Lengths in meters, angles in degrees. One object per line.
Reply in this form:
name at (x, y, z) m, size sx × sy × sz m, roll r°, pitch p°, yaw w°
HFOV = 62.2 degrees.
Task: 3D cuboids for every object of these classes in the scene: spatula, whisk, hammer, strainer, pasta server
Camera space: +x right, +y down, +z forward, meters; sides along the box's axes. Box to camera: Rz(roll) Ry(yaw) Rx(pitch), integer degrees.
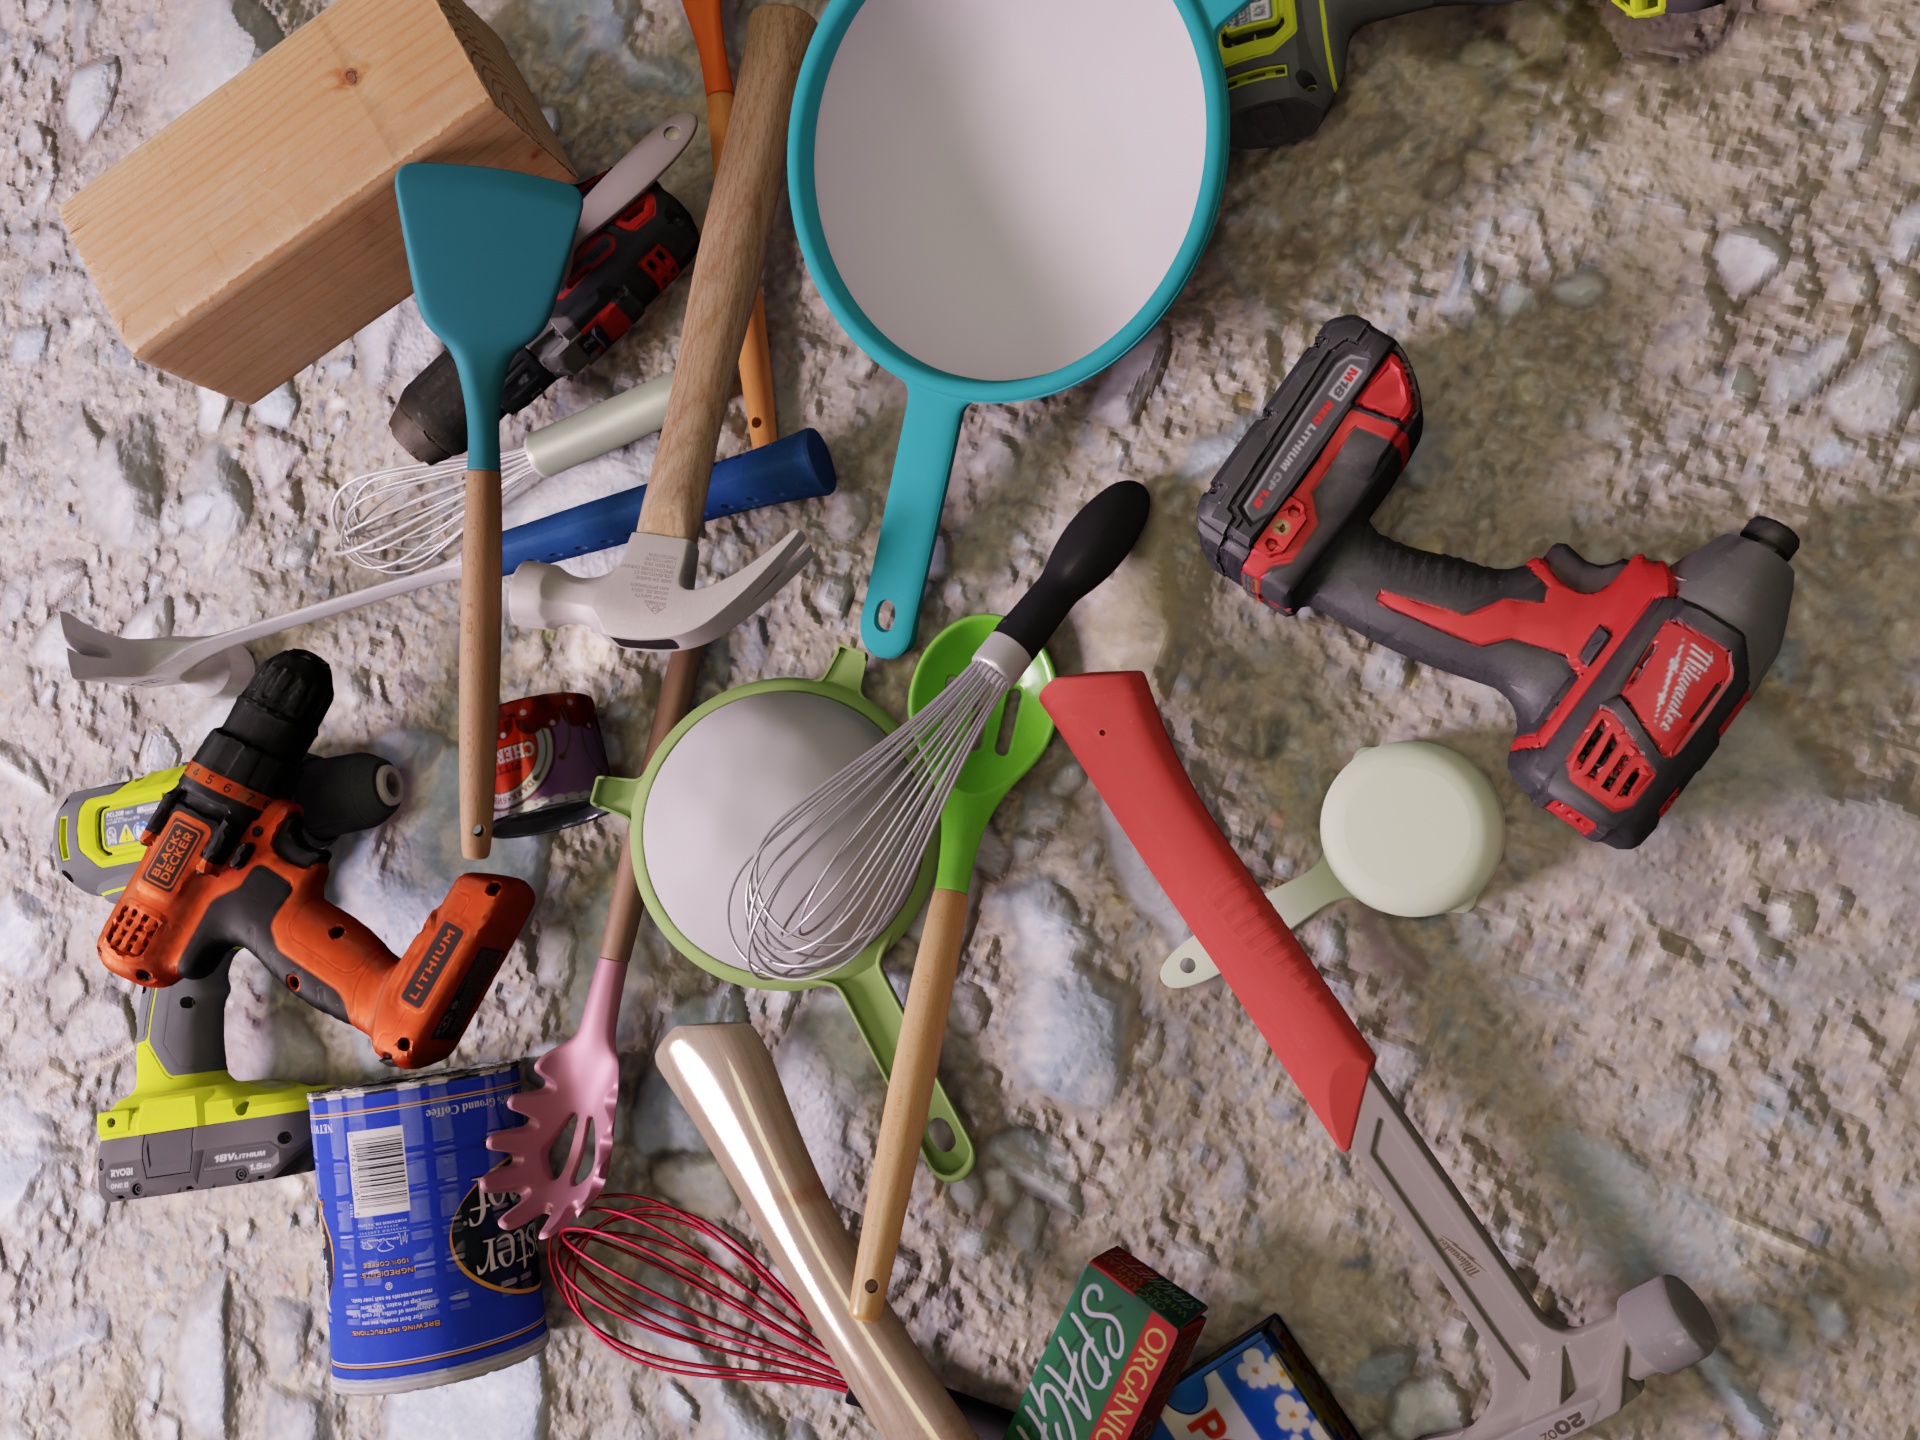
spatula at (-0.116, -0.296, 0.823) m, size 0.081 × 0.041 × 0.322 m, roll -8°, pitch 87°, yaw 20°
whisk at (-0.065, 0.296, 0.738) m, size 0.296 × 0.073 × 0.073 m, roll 19°, pitch 92°, yaw 14°
hammer at (-0.022, 0.302, 0.671) m, size 0.146 × 0.038 × 0.411 m, roll -47°, pitch 63°, yaw 16°
whisk at (-0.229, -0.137, 0.841) m, size 0.246 × 0.059 × 0.057 m, roll -20°, pitch 116°, yaw 14°
hammer at (0.137, 0.132, 0.664) m, size 0.149 × 0.036 × 0.359 m, roll -41°, pitch 75°, yaw 28°
whisk at (-0.001, -0.003, 0.695) m, size 0.070 × 0.070 × 0.285 m, roll 32°, pitch 72°, yaw 19°
strainer at (-0.061, 0.096, 0.729) m, size 0.151 × 0.069 × 0.256 m, roll -28°, pitch 81°, yaw -1°
whisk at (0.002, -0.323, 0.768) m, size 0.239 × 0.055 × 0.055 m, roll -43°, pitch 73°, yaw 17°
hammer at (-0.114, -0.192, 0.760) m, size 0.130 × 0.031 × 0.331 m, roll 9°, pitch 78°, yaw 9°
hammer at (-0.261, -0.077, 0.813) m, size 0.405 × 0.144 × 0.035 m, roll -15°, pitch 85°, yaw 12°
spatula at (-0.223, -0.091, 0.743) m, size 0.044 × 0.082 × 0.317 m, roll -171°, pitch 82°, yaw -65°
strainer at (0.019, -0.193, 0.739) m, size 0.211 × 0.095 × 0.340 m, roll 23°, pitch 113°, yaw 23°
pasta server at (-0.167, 0.090, 0.782) m, size 0.060 × 0.040 × 0.316 m, roll 10°, pitch 81°, yaw 16°

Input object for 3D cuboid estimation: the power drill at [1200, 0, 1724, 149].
power drill at (0.208, -0.357, 0.681) m, size 0.223 × 0.080 × 0.171 m, roll -6°, pitch 84°, yaw 23°

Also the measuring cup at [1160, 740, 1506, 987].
measuring cup at (0.154, 0.070, 0.682) m, size 0.167 × 0.038 × 0.083 m, roll -34°, pitch 75°, yaw 12°

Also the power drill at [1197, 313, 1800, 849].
power drill at (0.219, -0.064, 0.651) m, size 0.220 × 0.078 × 0.143 m, roll 37°, pitch 93°, yaw 16°

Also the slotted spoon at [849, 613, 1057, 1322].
slotted spoon at (-0.011, 0.101, 0.704) m, size 0.070 × 0.031 × 0.314 m, roll 12°, pitch 71°, yaw -2°

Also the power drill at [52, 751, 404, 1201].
power drill at (-0.385, 0.130, 0.857) m, size 0.190 × 0.080 × 0.229 m, roll -10°, pitch 79°, yaw 10°

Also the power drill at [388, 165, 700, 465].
power drill at (-0.269, -0.259, 0.834) m, size 0.188 × 0.080 × 0.227 m, roll -44°, pitch 75°, yaw -1°

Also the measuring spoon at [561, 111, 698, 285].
measuring spoon at (-0.176, -0.256, 0.775) m, size 0.124 × 0.018 × 0.034 m, roll -44°, pitch 78°, yaw -3°
